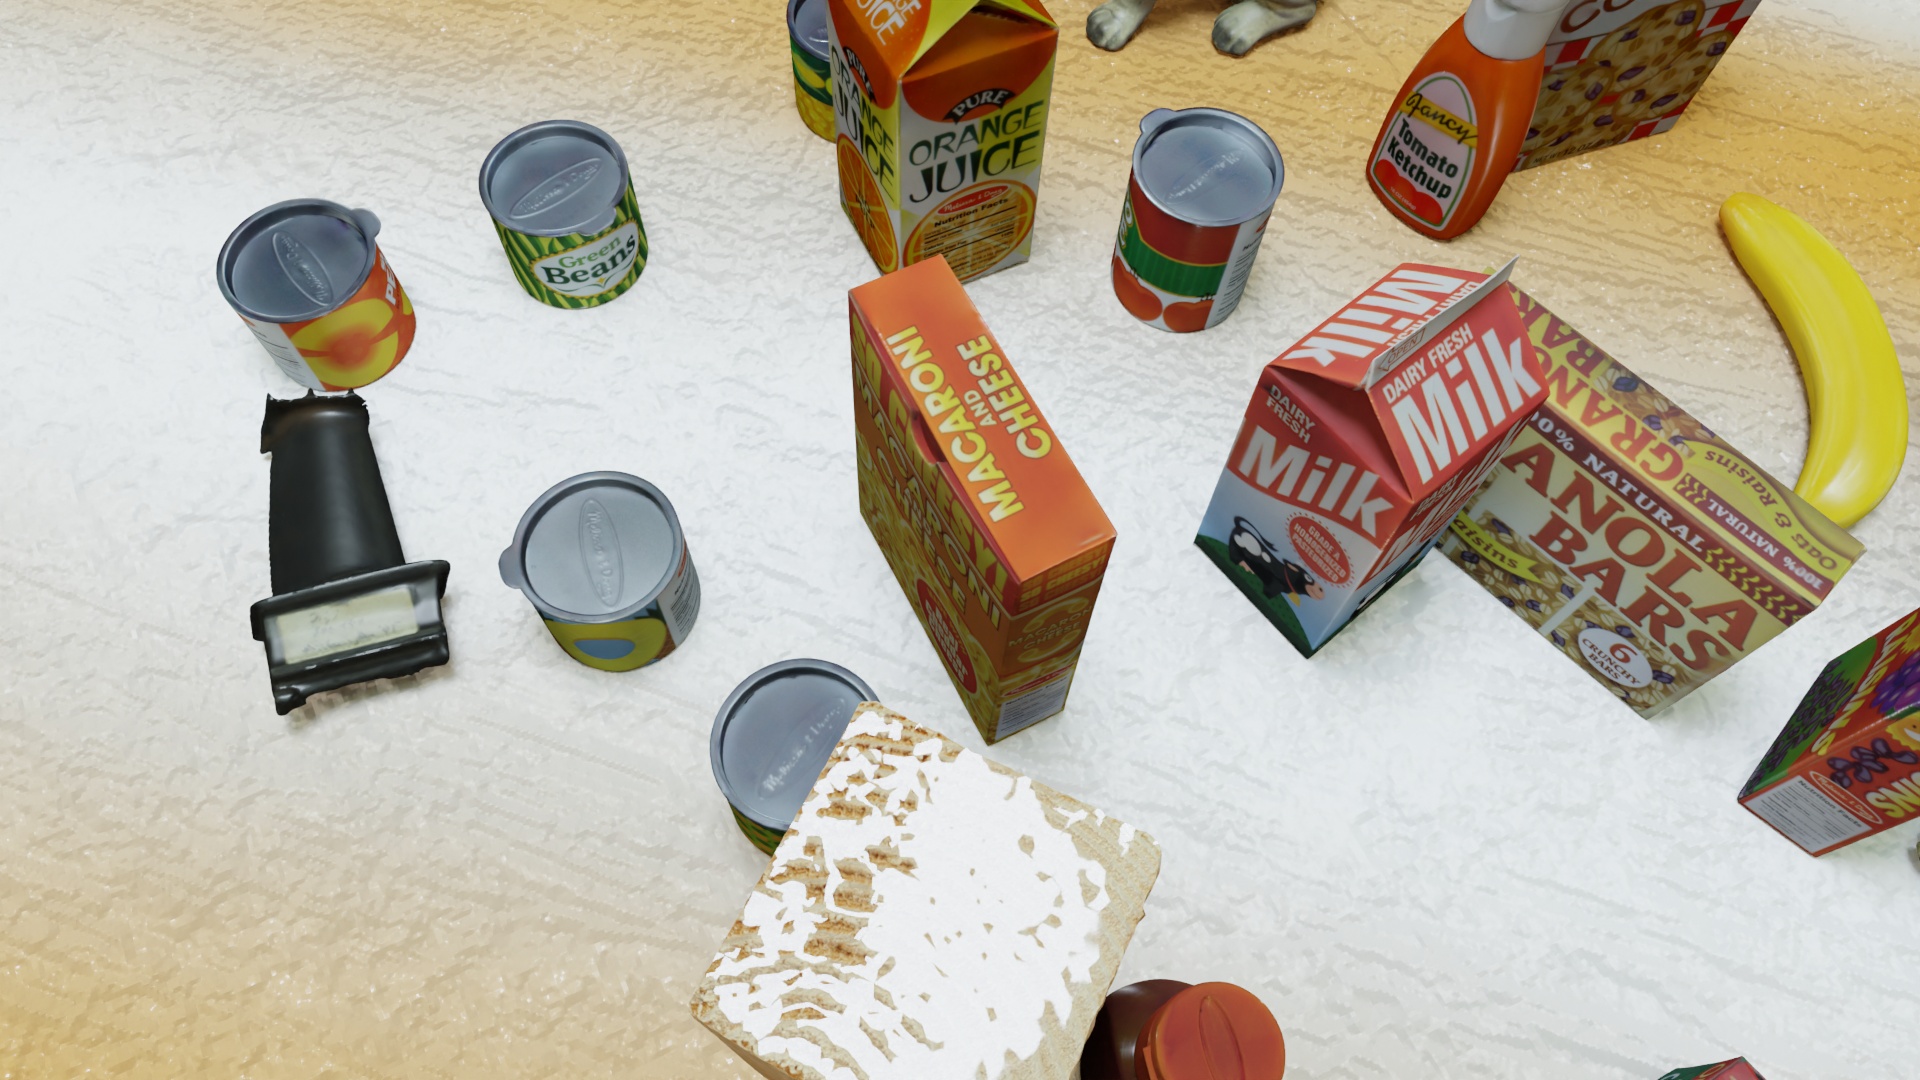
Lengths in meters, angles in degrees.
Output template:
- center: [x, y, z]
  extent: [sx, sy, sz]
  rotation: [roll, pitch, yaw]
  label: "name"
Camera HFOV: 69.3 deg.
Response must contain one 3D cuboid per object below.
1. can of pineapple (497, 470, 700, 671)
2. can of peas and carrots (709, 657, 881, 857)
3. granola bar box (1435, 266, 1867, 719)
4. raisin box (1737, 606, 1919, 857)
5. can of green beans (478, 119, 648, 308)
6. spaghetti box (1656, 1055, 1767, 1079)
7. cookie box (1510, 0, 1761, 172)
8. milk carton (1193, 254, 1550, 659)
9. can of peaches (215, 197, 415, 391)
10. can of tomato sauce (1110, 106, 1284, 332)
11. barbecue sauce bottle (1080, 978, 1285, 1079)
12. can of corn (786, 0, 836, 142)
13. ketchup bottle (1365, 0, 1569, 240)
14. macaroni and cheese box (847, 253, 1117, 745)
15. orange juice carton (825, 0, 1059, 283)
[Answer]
- center: [-0.144, 0.013, 0.565]
  extent: [0.071, 0.057, 0.071]
  rotation: [1, 64, -2]
  label: "can of pineapple"
- center: [-0.057, 0.087, 0.531]
  extent: [0.071, 0.058, 0.071]
  rotation: [1, 64, -2]
  label: "can of peas and carrots"
- center: [0.245, -0.014, 0.556]
  extent: [0.039, 0.123, 0.166]
  rotation: [-41, 72, -19]
  label: "granola bar box"
- center: [0.360, 0.063, 0.523]
  extent: [0.040, 0.123, 0.086]
  rotation: [41, 70, 16]
  label: "raisin box"
- center: [-0.182, -0.150, 0.644]
  extent: [0.071, 0.057, 0.071]
  rotation: [1, 64, -2]
  label: "can of green beans"
- center: [0.169, 0.247, 0.466]
  extent: [0.251, 0.050, 0.029]
  rotation: [-25, 68, -13]
  label: "spaghetti box"
- center: [0.312, -0.248, 0.649]
  extent: [0.123, 0.166, 0.040]
  rotation: [-16, 66, -10]
  label: "cookie box"
- center: [0.153, -0.033, 0.525]
  extent: [0.072, 0.189, 0.073]
  rotation: [-36, 71, -17]
  label: "milk carton"
- center: [-0.283, -0.110, 0.620]
  extent: [0.071, 0.057, 0.071]
  rotation: [1, 64, -2]
  label: "can of peaches"
- center: [0.105, -0.146, 0.639]
  extent: [0.071, 0.082, 0.071]
  rotation: [1, 64, -2]
  label: "can of tomato sauce"
- center: [0.068, 0.171, 0.445]
  extent: [0.044, 0.148, 0.065]
  rotation: [-10, 65, -7]
  label: "barbecue sauce bottle"
- center: [-0.051, -0.239, 0.692]
  extent: [0.071, 0.058, 0.071]
  rotation: [1, 64, -2]
  label: "can of corn"
- center: [0.235, -0.206, 0.636]
  extent: [0.044, 0.148, 0.065]
  rotation: [-35, 70, -17]
  label: "ketchup bottle"
- center: [0.002, -0.007, 0.520]
  extent: [0.040, 0.165, 0.124]
  rotation: [-25, 67, -13]
  label: "macaroni and cheese box"
- center: [-0.010, -0.192, 0.596]
  extent: [0.073, 0.191, 0.072]
  rotation: [-23, 67, -12]
  label: "orange juice carton"
